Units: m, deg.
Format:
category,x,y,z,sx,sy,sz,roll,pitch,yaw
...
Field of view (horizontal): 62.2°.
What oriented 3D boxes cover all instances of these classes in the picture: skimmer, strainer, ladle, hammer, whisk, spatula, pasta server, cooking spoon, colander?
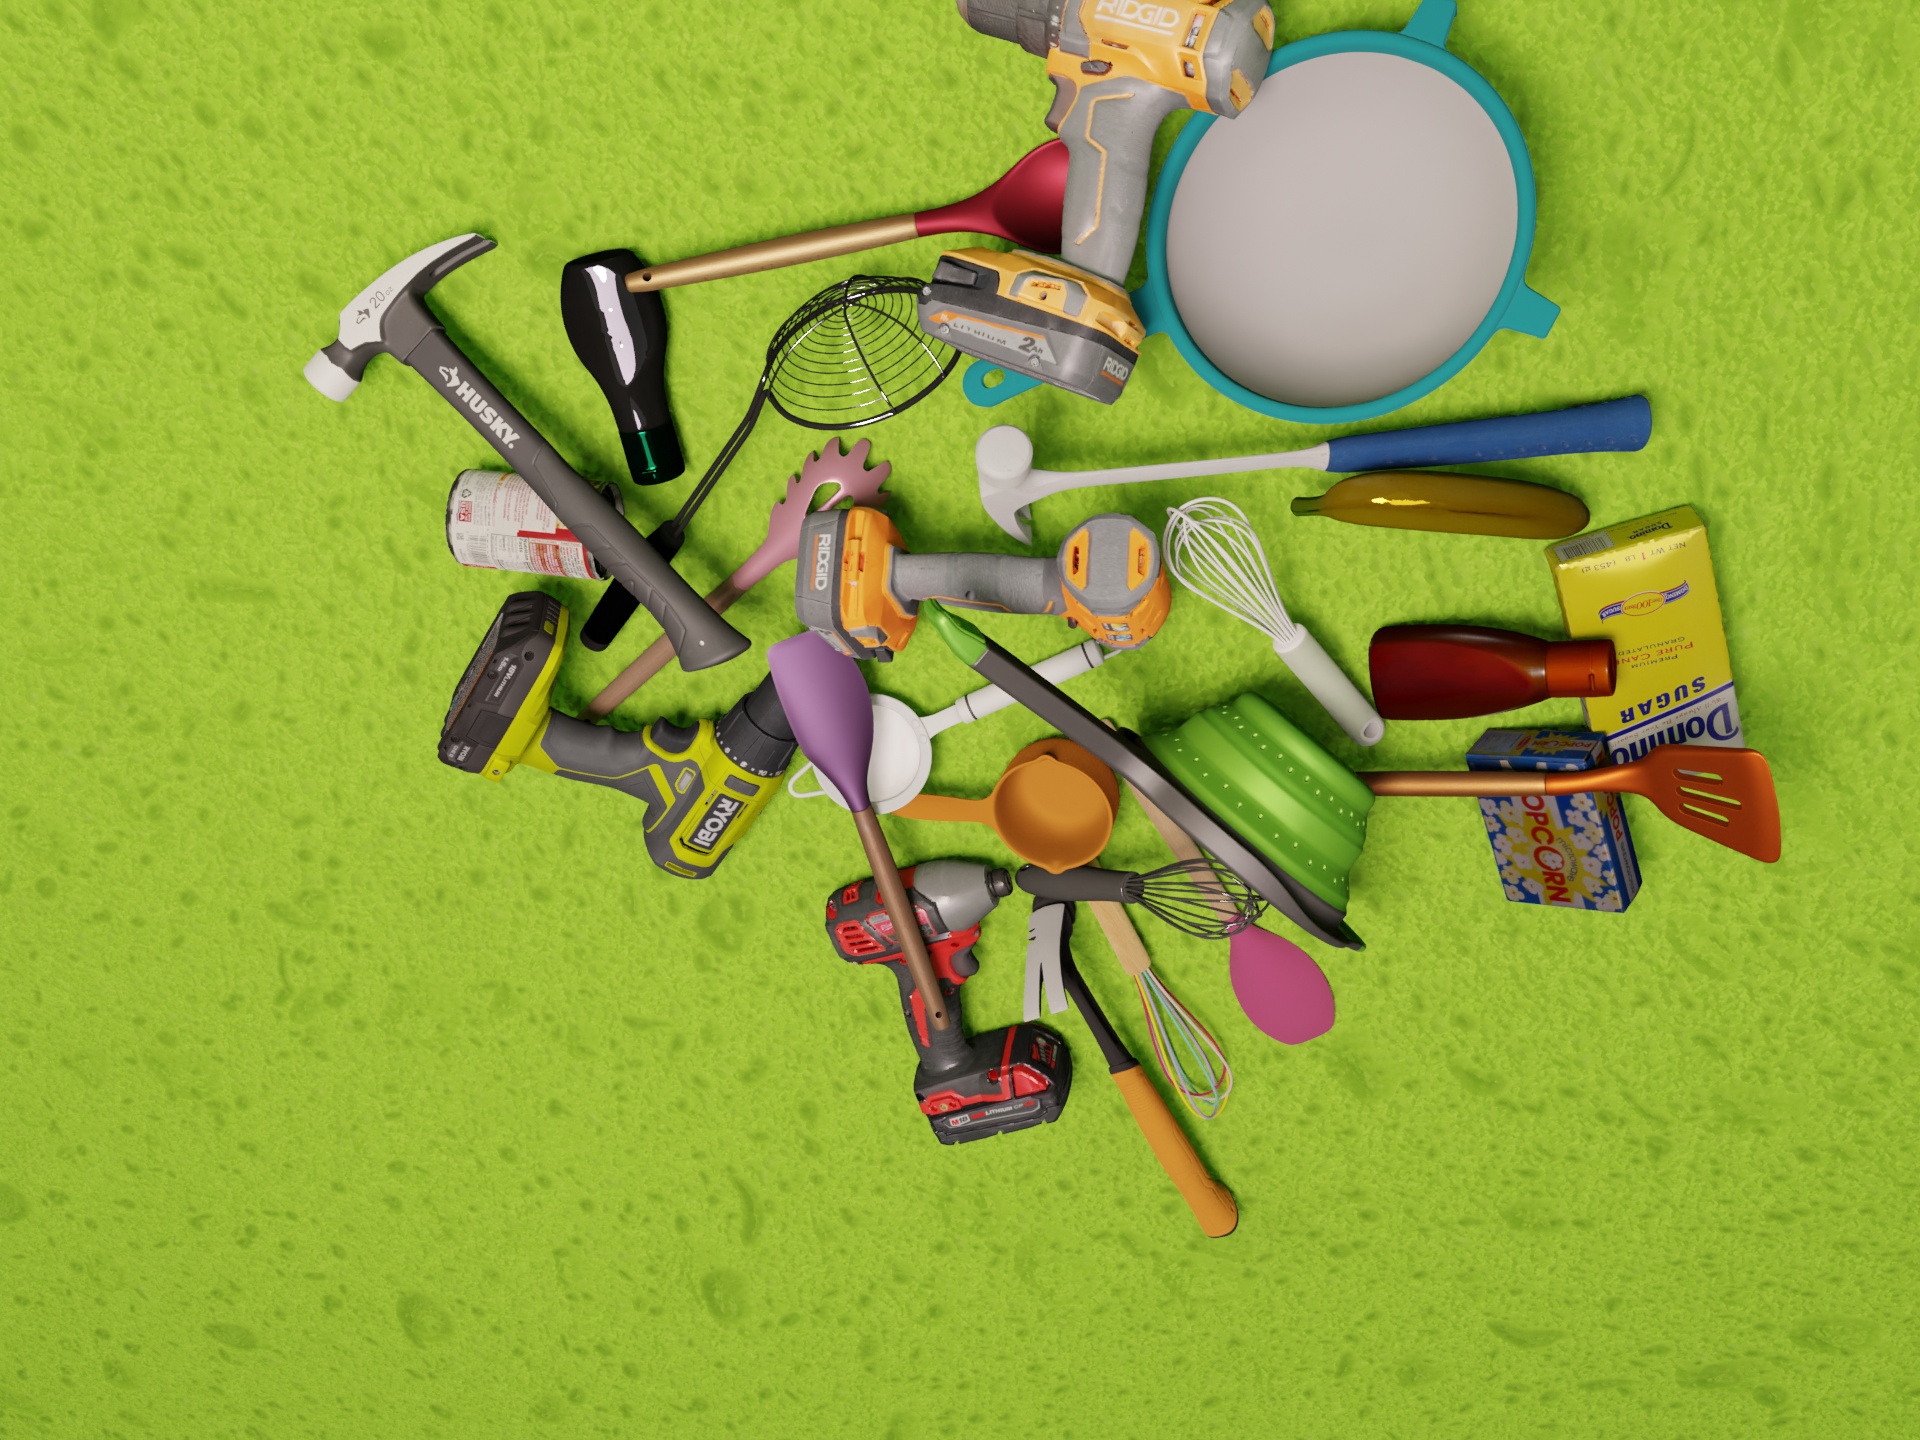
category,x,y,z,sx,sy,sz,roll,pitch,yaw
skimmer,-0.136,-0.151,1.048,0.090,0.127,0.363,20,133,-30
strainer,-0.002,-0.004,1.122,0.258,0.050,0.087,-24,93,12
strainer,0.165,-0.254,0.936,0.340,0.095,0.211,-19,87,24
ladle,-0.052,-0.295,0.967,0.315,0.031,0.069,-9,89,6
hammer,0.136,0.287,1.219,0.034,0.127,0.336,-22,118,19
hammer,-0.259,-0.160,1.021,0.146,0.035,0.335,-44,89,9
hammer,0.213,-0.162,0.985,0.405,0.144,0.035,-5,79,2
whisk,0.116,0.118,1.100,0.239,0.055,0.055,-1,125,52
spatula,-0.060,0.083,1.125,0.060,0.018,0.315,-20,108,-5
pasta server,-0.169,-0.084,1.113,0.316,0.040,0.060,-37,107,27
cooking spoon,0.185,0.124,1.173,0.069,0.017,0.318,-28,110,19
colander,0.144,0.008,1.002,0.396,0.205,0.094,35,100,-31
whisk,0.147,0.203,1.212,0.047,0.051,0.244,-31,107,-6
whisk,0.210,-0.059,1.039,0.058,0.059,0.246,-46,121,1
spatula,0.354,0.046,1.031,0.323,0.041,0.081,-2,121,35

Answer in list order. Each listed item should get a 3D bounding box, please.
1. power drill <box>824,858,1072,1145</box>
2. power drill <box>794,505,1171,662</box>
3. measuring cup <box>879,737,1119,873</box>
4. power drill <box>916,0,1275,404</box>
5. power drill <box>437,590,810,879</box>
category,x,y,z,sx,sy,sz,roll,pitch,yaw
power drill,0.001,0.206,1.211,0.143,0.079,0.219,-18,110,16
power drill,0.023,-0.082,1.029,0.226,0.164,0.084,2,80,13
measuring cup,0.030,0.054,1.144,0.173,0.052,0.095,3,117,19
power drill,0.051,-0.312,0.890,0.185,0.084,0.226,25,100,23
power drill,-0.227,0.002,1.115,0.228,0.080,0.190,25,120,-24
